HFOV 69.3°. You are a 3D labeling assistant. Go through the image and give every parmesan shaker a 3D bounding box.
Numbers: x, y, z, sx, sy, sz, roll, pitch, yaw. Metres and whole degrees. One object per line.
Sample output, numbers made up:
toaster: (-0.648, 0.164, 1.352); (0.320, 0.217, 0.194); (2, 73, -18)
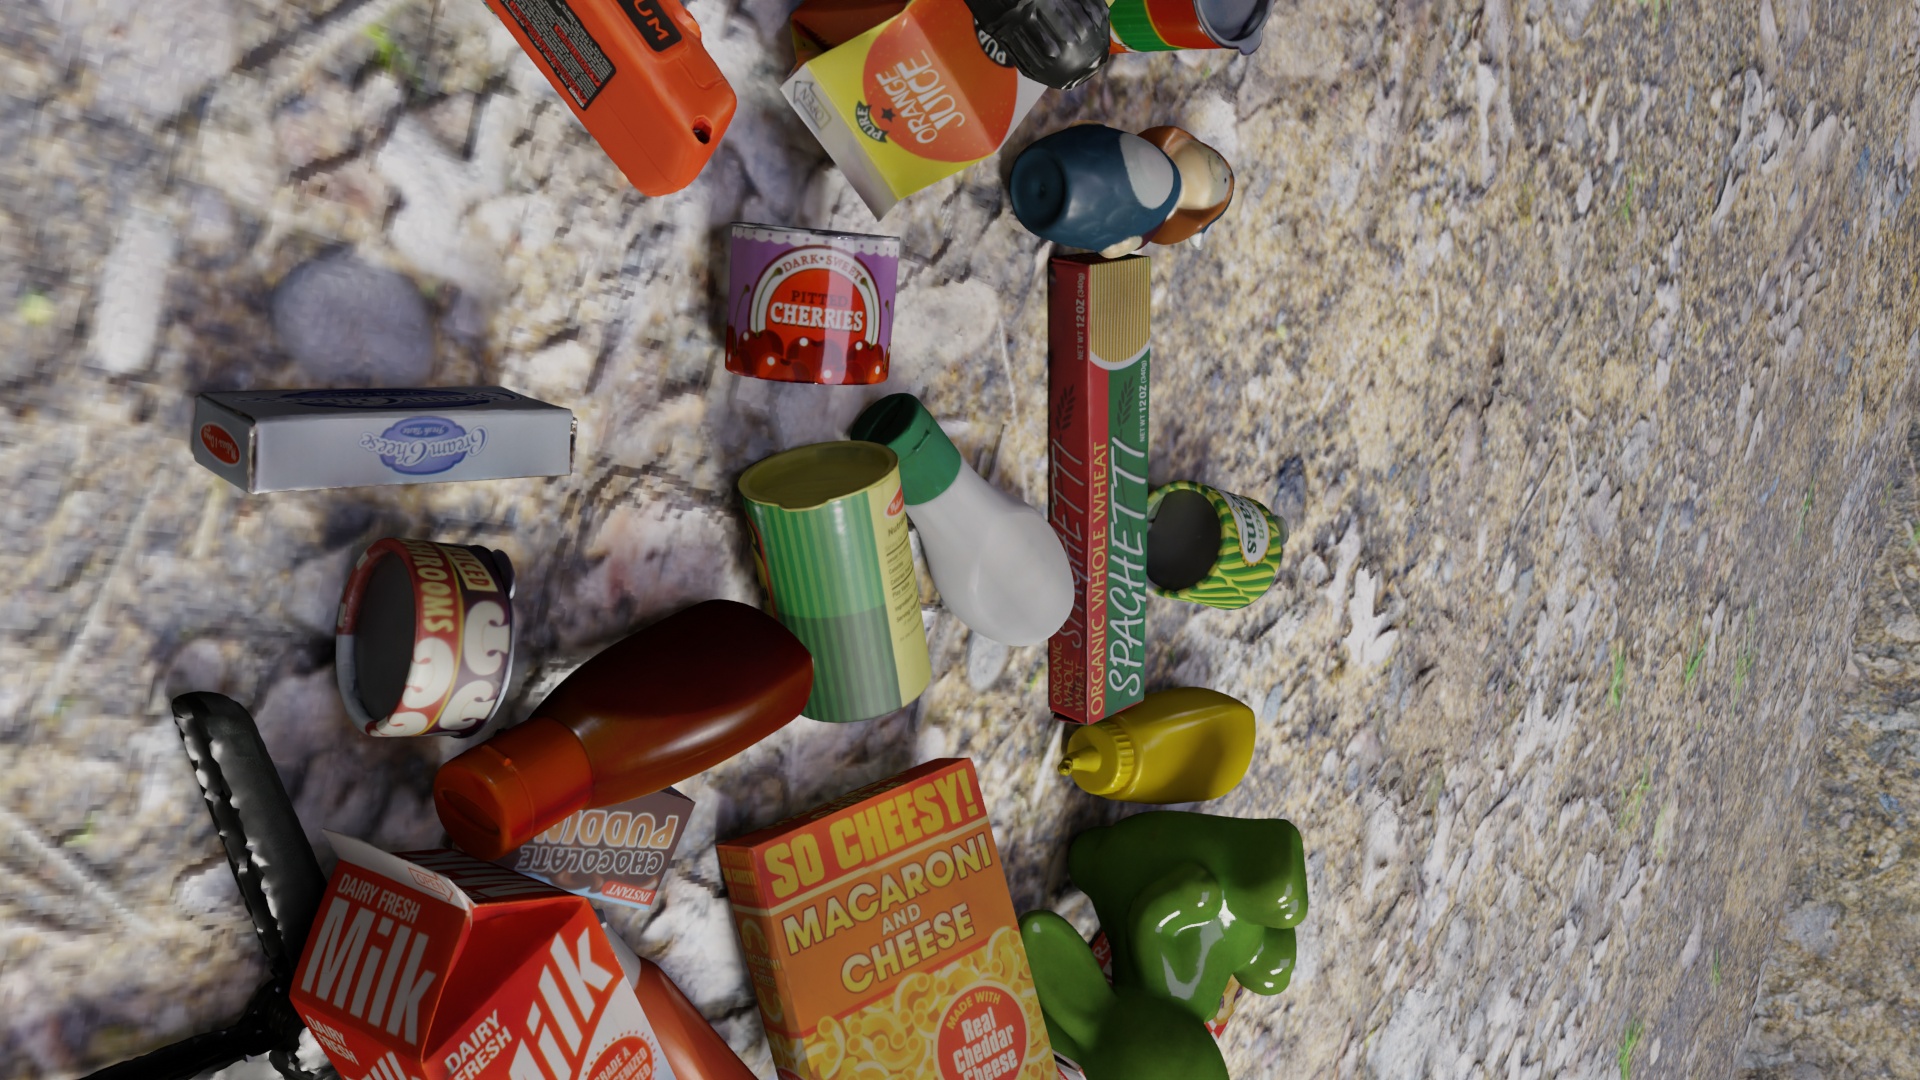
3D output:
parmesan shaker: (-0.052, 0.018, 0.585); (0.071, 0.071, 0.102); (-28, 121, -37)

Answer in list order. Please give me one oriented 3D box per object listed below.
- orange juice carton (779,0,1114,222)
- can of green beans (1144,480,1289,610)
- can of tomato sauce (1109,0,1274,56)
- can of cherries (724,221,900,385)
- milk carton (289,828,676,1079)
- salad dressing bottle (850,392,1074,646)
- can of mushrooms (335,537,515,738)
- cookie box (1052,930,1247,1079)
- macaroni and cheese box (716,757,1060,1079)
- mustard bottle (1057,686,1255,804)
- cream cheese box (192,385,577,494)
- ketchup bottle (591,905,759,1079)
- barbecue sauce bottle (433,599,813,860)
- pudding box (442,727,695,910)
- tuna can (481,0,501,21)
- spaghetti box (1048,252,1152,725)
orange juice carton: (0.002, -0.222, 0.568); (0.193, 0.073, 0.071); (-55, 133, -18)
can of green beans: (0.136, 0.003, 0.773); (0.058, 0.071, 0.071); (13, 93, -46)
can of tomato sauce: (0.095, -0.259, 0.644); (0.071, 0.083, 0.071); (-15, 112, -42)
can of cherries: (-0.059, -0.093, 0.546); (0.072, 0.071, 0.058); (-6, 107, -44)
milk carton: (-0.156, 0.176, 0.474); (0.074, 0.072, 0.189); (-45, 130, -43)
salad dressing bottle: (0.002, -0.008, 0.652); (0.064, 0.044, 0.147); (-54, 132, -18)
can of mushrooms: (-0.178, 0.031, 0.462); (0.033, 0.071, 0.071); (9, 95, -45)
cookie box: (0.124, 0.276, 0.859); (0.168, 0.040, 0.122); (-51, 132, -24)
macaroni and cheese box: (-0.031, 0.198, 0.635); (0.124, 0.040, 0.166); (-16, 91, -36)
mustard bottle: (0.106, 0.118, 0.789); (0.160, 0.049, 0.065); (3, 100, -45)
cream cheese box: (-0.184, -0.034, 0.448); (0.104, 0.053, 0.024); (-7, 109, -44)
ketchup bottle: (-0.127, 0.207, 0.572); (0.043, 0.065, 0.148); (-35, 117, -10)
barbecue sauce bottle: (-0.121, 0.067, 0.509); (0.149, 0.065, 0.043); (-28, 138, -54)
pudding box: (-0.150, 0.110, 0.540); (0.083, 0.030, 0.050); (32, 79, -45)
tuna can: (-0.133, -0.200, 0.466); (0.071, 0.033, 0.071); (-15, 112, -42)
spaghetti box: (0.073, -0.024, 0.729); (0.050, 0.029, 0.249); (-17, 113, -41)
